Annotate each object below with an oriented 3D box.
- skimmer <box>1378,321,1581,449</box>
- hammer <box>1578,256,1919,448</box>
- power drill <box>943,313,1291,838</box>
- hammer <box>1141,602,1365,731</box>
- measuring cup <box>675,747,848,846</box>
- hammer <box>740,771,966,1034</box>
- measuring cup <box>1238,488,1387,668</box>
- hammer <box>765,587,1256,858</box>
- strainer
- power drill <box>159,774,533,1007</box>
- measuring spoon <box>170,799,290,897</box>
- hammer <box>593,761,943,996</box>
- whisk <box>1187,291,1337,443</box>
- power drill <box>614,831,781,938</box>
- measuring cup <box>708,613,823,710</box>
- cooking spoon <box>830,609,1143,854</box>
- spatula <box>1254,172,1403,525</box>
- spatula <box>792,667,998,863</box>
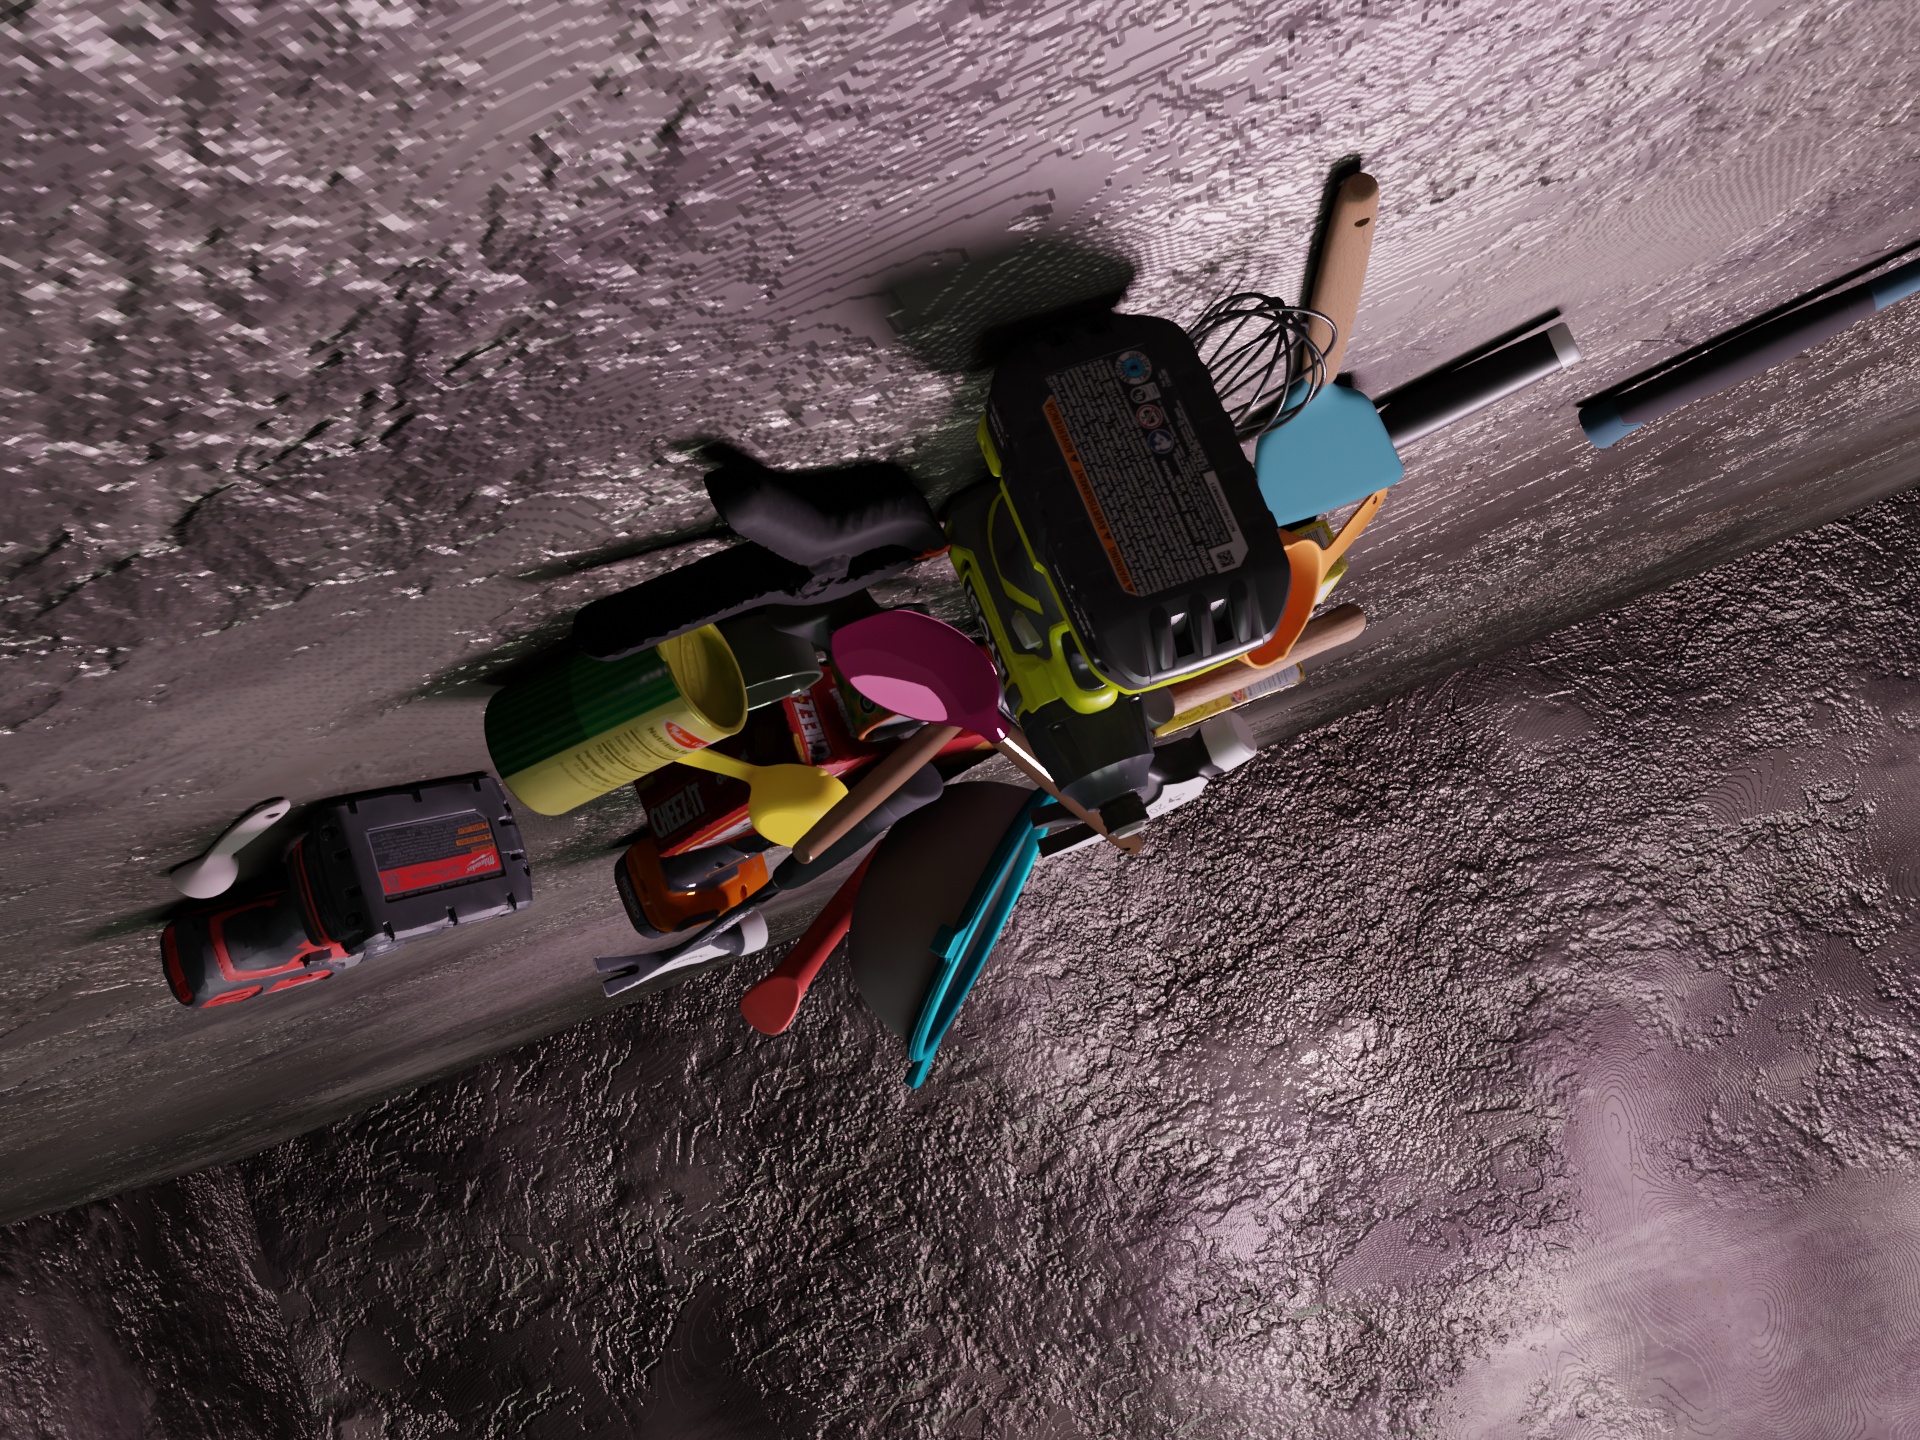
[{"bbox_3d":[0.177,-0.097,0.888,0.363,0.090,0.127,-26,169,25],"label":"skimmer"},{"bbox_3d":[0.553,-0.257,0.993,0.331,0.033,0.128,-26,171,25],"label":"hammer"},{"bbox_3d":[0.055,-0.049,0.652,0.080,0.171,0.223,-19,167,-10],"label":"power drill"},{"bbox_3d":[0.182,-0.029,1.102,0.331,0.031,0.130,-22,173,-43],"label":"hammer"},{"bbox_3d":[-0.137,0.035,0.893,0.156,0.029,0.062,20,145,-21],"label":"measuring cup"},{"bbox_3d":[-0.070,0.117,1.231,0.149,0.036,0.359,-45,-176,40],"label":"hammer"},{"bbox_3d":[0.212,-0.109,1.032,0.174,0.052,0.095,-45,143,-27],"label":"measuring cup"},{"bbox_3d":[0.020,-0.004,0.864,0.146,0.035,0.334,-32,144,26],"label":"hammer"},{"bbox_3d":[-0.032,0.161,1.146,0.211,0.095,0.340,-56,170,-41],"label":"strainer"},{"bbox_3d":[-0.344,0.106,0.946,0.226,0.080,0.188,-25,170,41],"label":"power drill"},{"bbox_3d":[-0.376,0.069,0.829,0.124,0.018,0.034,-30,167,40],"label":"measuring spoon"},{"bbox_3d":[-0.128,0.112,1.102,0.149,0.036,0.409,-16,166,-37],"label":"hammer"},{"bbox_3d":[0.088,-0.122,0.693,0.055,0.055,0.239,-18,175,-22],"label":"whisk"},{"bbox_3d":[-0.159,0.091,1.268,0.164,0.084,0.226,-13,164,-45],"label":"power drill"},{"bbox_3d":[-0.144,-0.015,0.824,0.167,0.038,0.083,-21,175,37],"label":"measuring cup"},{"bbox_3d":[0.031,0.015,0.848,0.069,0.017,0.318,-18,149,23],"label":"cooking spoon"},{"bbox_3d":[0.163,-0.151,0.690,0.082,0.044,0.317,-19,170,6],"label":"spatula"},{"bbox_3d":[-0.002,-0.003,0.961,0.060,0.018,0.316,-29,-171,45],"label":"spatula"}]
